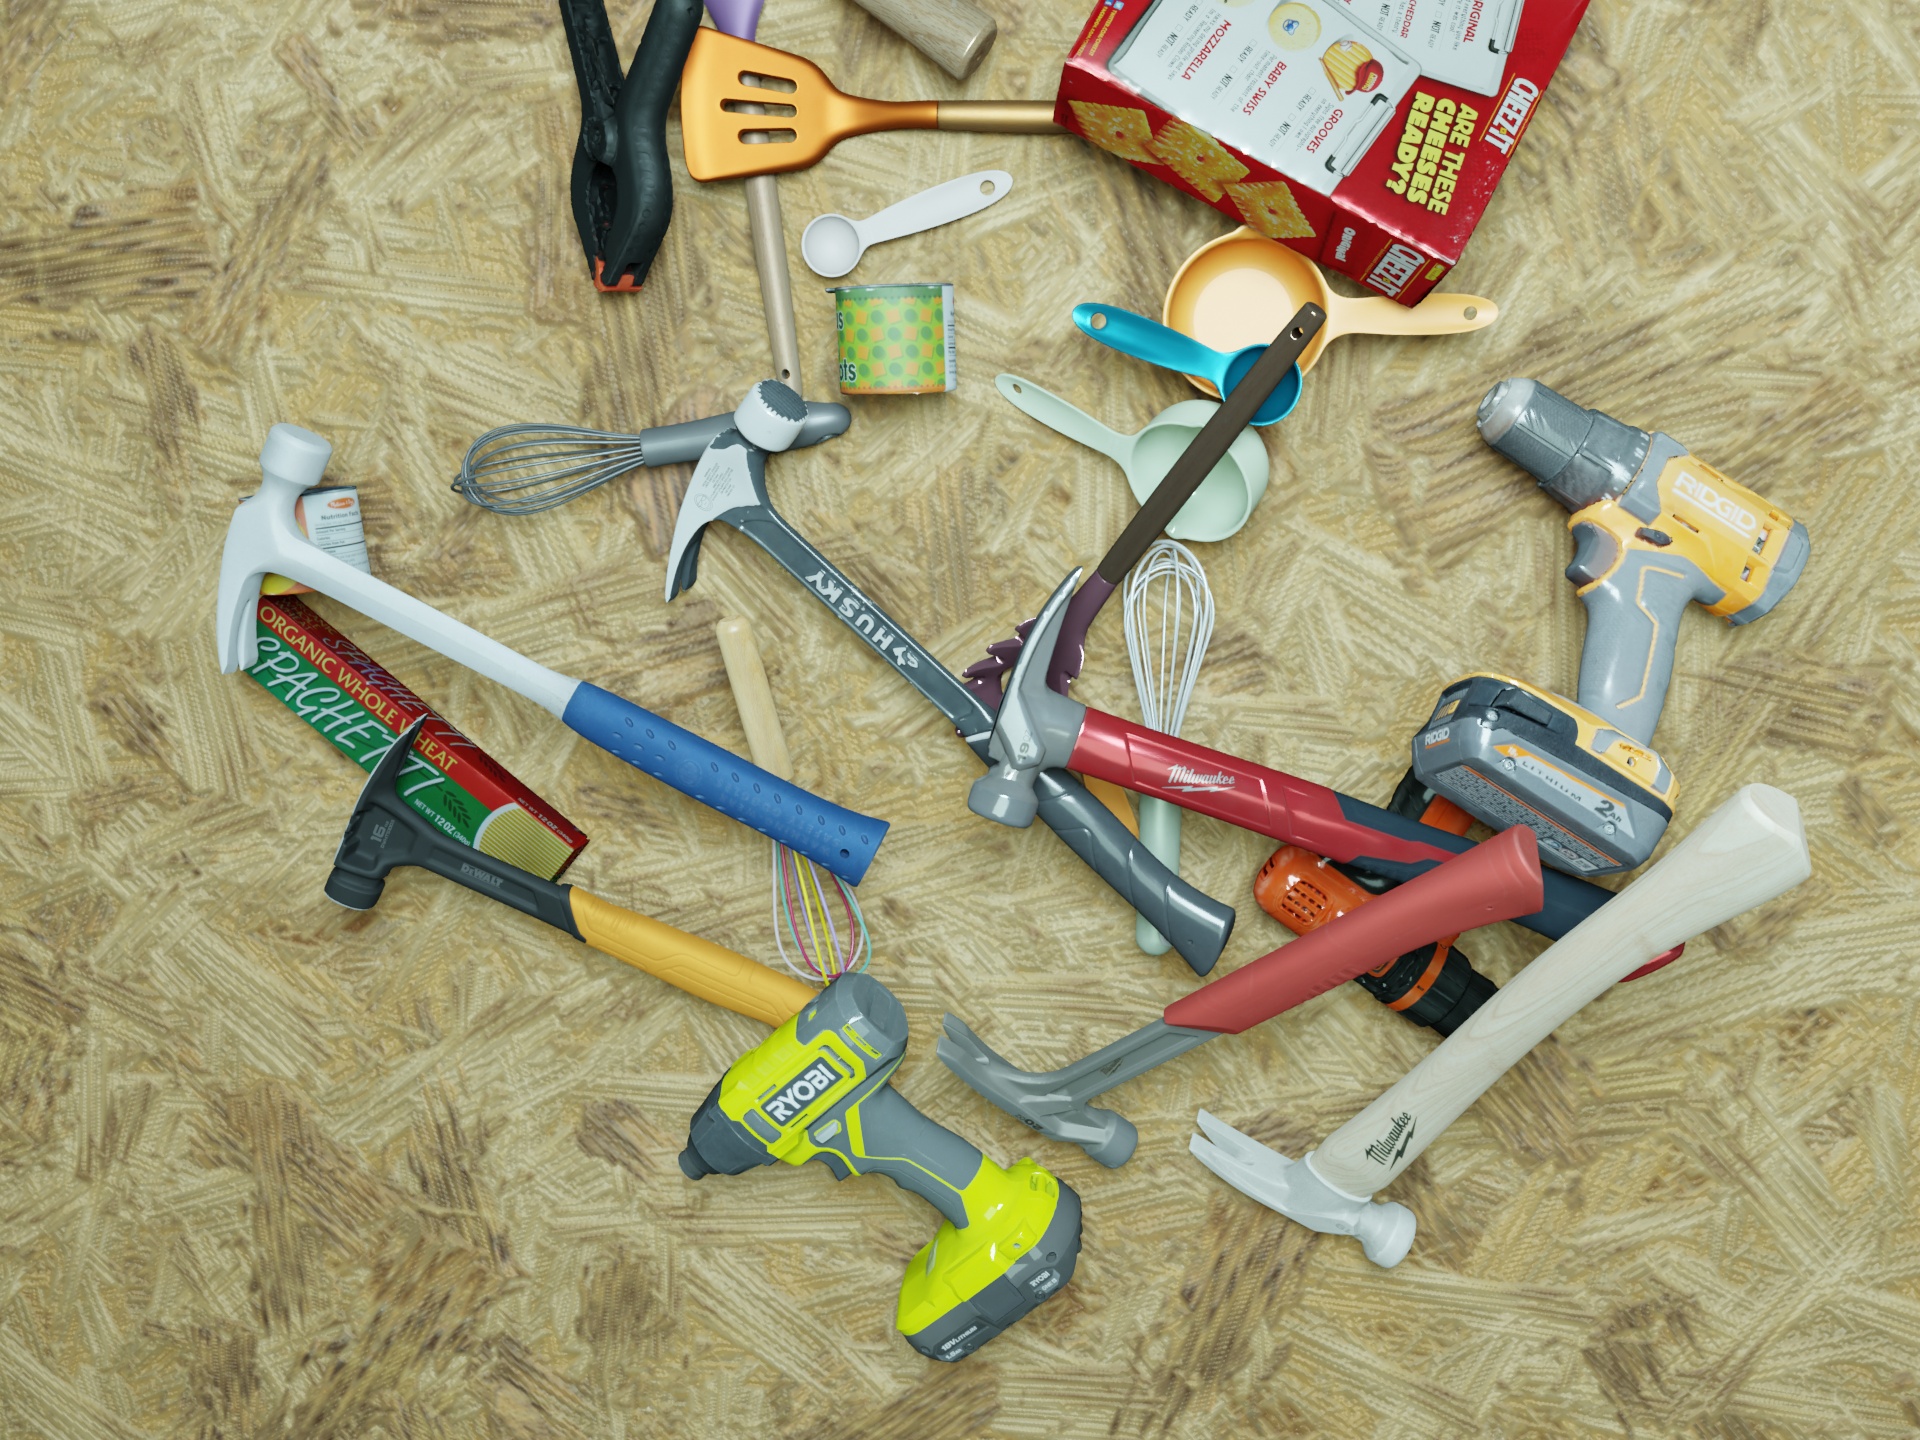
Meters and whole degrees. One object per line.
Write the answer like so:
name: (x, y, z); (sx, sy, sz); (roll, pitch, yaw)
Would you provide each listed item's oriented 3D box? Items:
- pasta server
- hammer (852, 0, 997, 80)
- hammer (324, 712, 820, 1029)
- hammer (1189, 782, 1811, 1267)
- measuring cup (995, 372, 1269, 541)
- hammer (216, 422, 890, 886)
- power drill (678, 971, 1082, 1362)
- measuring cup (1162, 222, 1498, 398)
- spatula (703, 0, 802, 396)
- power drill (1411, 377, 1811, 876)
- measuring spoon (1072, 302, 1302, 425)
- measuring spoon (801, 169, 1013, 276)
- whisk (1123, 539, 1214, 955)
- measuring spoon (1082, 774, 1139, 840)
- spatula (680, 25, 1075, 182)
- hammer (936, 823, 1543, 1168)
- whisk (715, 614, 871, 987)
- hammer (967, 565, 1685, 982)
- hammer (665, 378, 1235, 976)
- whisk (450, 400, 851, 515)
pasta server: (0.092, -0.094, 0.857); (0.060, 0.040, 0.316); (40, 125, 3)
hammer: (-0.124, -0.444, 0.841); (0.331, 0.031, 0.130); (37, 103, 3)
hammer: (-0.209, 0.121, 0.970); (0.336, 0.034, 0.127); (26, 108, -7)
hammer: (0.277, 0.164, 0.845); (0.146, 0.038, 0.410); (29, 132, -2)
measuring cup: (0.096, -0.162, 0.887); (0.168, 0.038, 0.083); (32, 144, 18)
hammer: (-0.231, -0.011, 0.899); (0.405, 0.035, 0.144); (28, 104, 0)
power drill: (-0.049, 0.278, 0.970); (0.171, 0.080, 0.223); (-42, 102, 18)
measuring cup: (0.195, -0.217, 0.856); (0.173, 0.052, 0.095); (0, 103, 5)
spatula: (-0.115, -0.339, 0.886); (0.060, 0.018, 0.316); (-5, 101, 9)
power drill: (0.318, -0.057, 0.826); (0.185, 0.084, 0.226); (32, 75, -3)
measuring spoon: (0.119, -0.193, 0.839); (0.128, 0.021, 0.042); (25, 105, 11)
measuring spoon: (-0.029, -0.281, 0.892); (0.124, 0.018, 0.034); (-19, 100, 4)
whisk: (0.116, 0.018, 0.920); (0.059, 0.057, 0.246); (11, 106, 41)
measuring spoon: (0.099, 0.071, 0.956); (0.021, 0.011, 0.117); (-23, 95, 4)
spatula: (0.011, -0.328, 0.860); (0.322, 0.041, 0.081); (3, 101, 6)
hammer: (0.153, 0.145, 0.869); (0.149, 0.037, 0.359); (38, 128, -21)
whisk: (-0.101, 0.055, 0.939); (0.051, 0.047, 0.244); (-3, 112, 29)
hammer: (0.208, 0.043, 0.852); (0.386, 0.038, 0.143); (19, 95, -2)
hammer: (-0.001, -0.003, 0.904); (0.409, 0.036, 0.149); (43, 125, 0)
whisk: (-0.180, -0.157, 0.924); (0.239, 0.055, 0.055); (-8, 101, 4)
